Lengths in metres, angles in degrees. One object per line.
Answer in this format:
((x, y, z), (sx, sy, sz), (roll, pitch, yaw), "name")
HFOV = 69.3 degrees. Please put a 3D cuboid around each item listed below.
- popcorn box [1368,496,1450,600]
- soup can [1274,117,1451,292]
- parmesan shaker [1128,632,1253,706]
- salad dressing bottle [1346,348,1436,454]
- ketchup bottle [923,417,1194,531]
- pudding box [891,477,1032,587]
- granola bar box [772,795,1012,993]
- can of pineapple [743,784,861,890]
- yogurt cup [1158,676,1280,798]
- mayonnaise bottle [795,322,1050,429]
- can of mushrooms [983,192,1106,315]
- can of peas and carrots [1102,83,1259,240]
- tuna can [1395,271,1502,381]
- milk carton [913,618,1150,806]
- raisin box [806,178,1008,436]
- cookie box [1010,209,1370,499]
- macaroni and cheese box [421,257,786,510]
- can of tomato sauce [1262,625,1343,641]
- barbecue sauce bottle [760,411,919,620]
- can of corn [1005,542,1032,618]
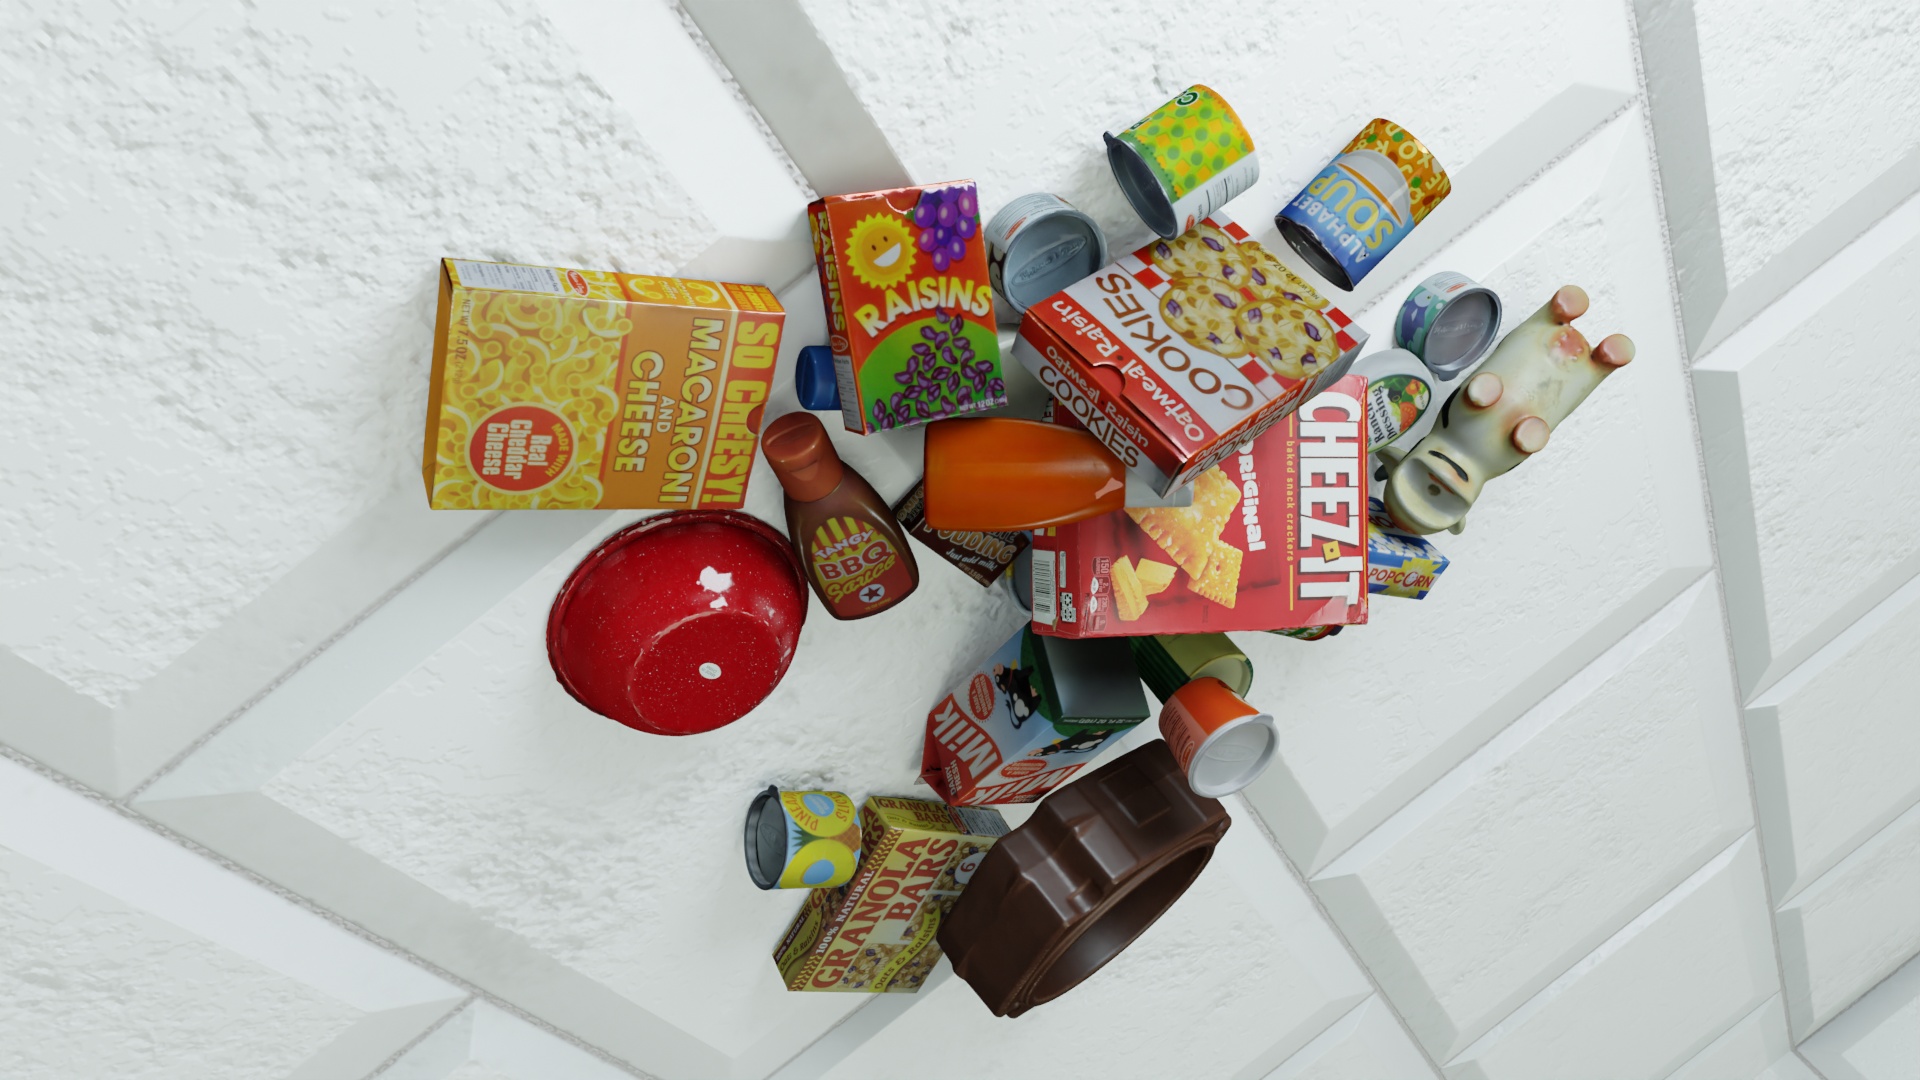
((0.277, -0.001, 1.001), (0.127, 0.085, 0.038), (8, 120, -34), "popcorn box")
((0.244, -0.205, 0.844), (0.083, 0.071, 0.071), (-45, 132, 7), "soup can")
((0.147, 0.076, 0.972), (0.071, 0.103, 0.071), (-15, 129, -19), "parmesan shaker")
((0.257, -0.075, 0.963), (0.148, 0.044, 0.064), (-34, 124, -3), "salad dressing bottle")
((0.054, -0.037, 0.776), (0.149, 0.043, 0.064), (0, 93, 5), "ketchup bottle")
((0.003, -0.011, 0.877), (0.049, 0.030, 0.083), (-47, 132, 8), "pudding box")
((-0.050, 0.269, 1.047), (0.124, 0.039, 0.165), (15, 115, -37), "granola bar box")
((-0.107, 0.202, 0.947), (0.058, 0.071, 0.070), (7, 119, -33), "can of pineapple")
((0.166, 0.127, 0.910), (0.072, 0.054, 0.072), (-15, 129, -19), "yogurt cup")
((-0.019, -0.093, 0.798), (0.148, 0.041, 0.064), (-3, 121, -26), "mayonnaise bottle")
((0.047, -0.160, 0.790), (0.071, 0.033, 0.070), (-15, 129, -20), "can of mushrooms")
((0.123, -0.213, 0.774), (0.059, 0.071, 0.070), (-34, 133, -3), "can of peas and carrots")
((0.337, -0.149, 0.962), (0.071, 0.033, 0.070), (-15, 129, -19), "tuna can")
((0.040, 0.127, 0.945), (0.072, 0.074, 0.189), (4, 147, -31), "milk carton")
((-0.028, -0.125, 0.739), (0.086, 0.040, 0.123), (-13, 103, -20), "raisin box")
((0.130, -0.110, 0.776), (0.168, 0.123, 0.040), (-32, 158, -32), "cookie box")
((-0.184, -0.075, 0.718), (0.167, 0.040, 0.123), (0, 124, -29), "macaroni and cheese box")
((0.231, 0.037, 1.014), (0.083, 0.071, 0.071), (12, 116, -35), "can of tomato sauce")
((-0.073, -0.014, 0.811), (0.065, 0.044, 0.148), (-23, 139, 0), "barbecue sauce bottle")
((0.071, 0.017, 0.912), (0.058, 0.071, 0.070), (3, 121, -31), "can of corn")
